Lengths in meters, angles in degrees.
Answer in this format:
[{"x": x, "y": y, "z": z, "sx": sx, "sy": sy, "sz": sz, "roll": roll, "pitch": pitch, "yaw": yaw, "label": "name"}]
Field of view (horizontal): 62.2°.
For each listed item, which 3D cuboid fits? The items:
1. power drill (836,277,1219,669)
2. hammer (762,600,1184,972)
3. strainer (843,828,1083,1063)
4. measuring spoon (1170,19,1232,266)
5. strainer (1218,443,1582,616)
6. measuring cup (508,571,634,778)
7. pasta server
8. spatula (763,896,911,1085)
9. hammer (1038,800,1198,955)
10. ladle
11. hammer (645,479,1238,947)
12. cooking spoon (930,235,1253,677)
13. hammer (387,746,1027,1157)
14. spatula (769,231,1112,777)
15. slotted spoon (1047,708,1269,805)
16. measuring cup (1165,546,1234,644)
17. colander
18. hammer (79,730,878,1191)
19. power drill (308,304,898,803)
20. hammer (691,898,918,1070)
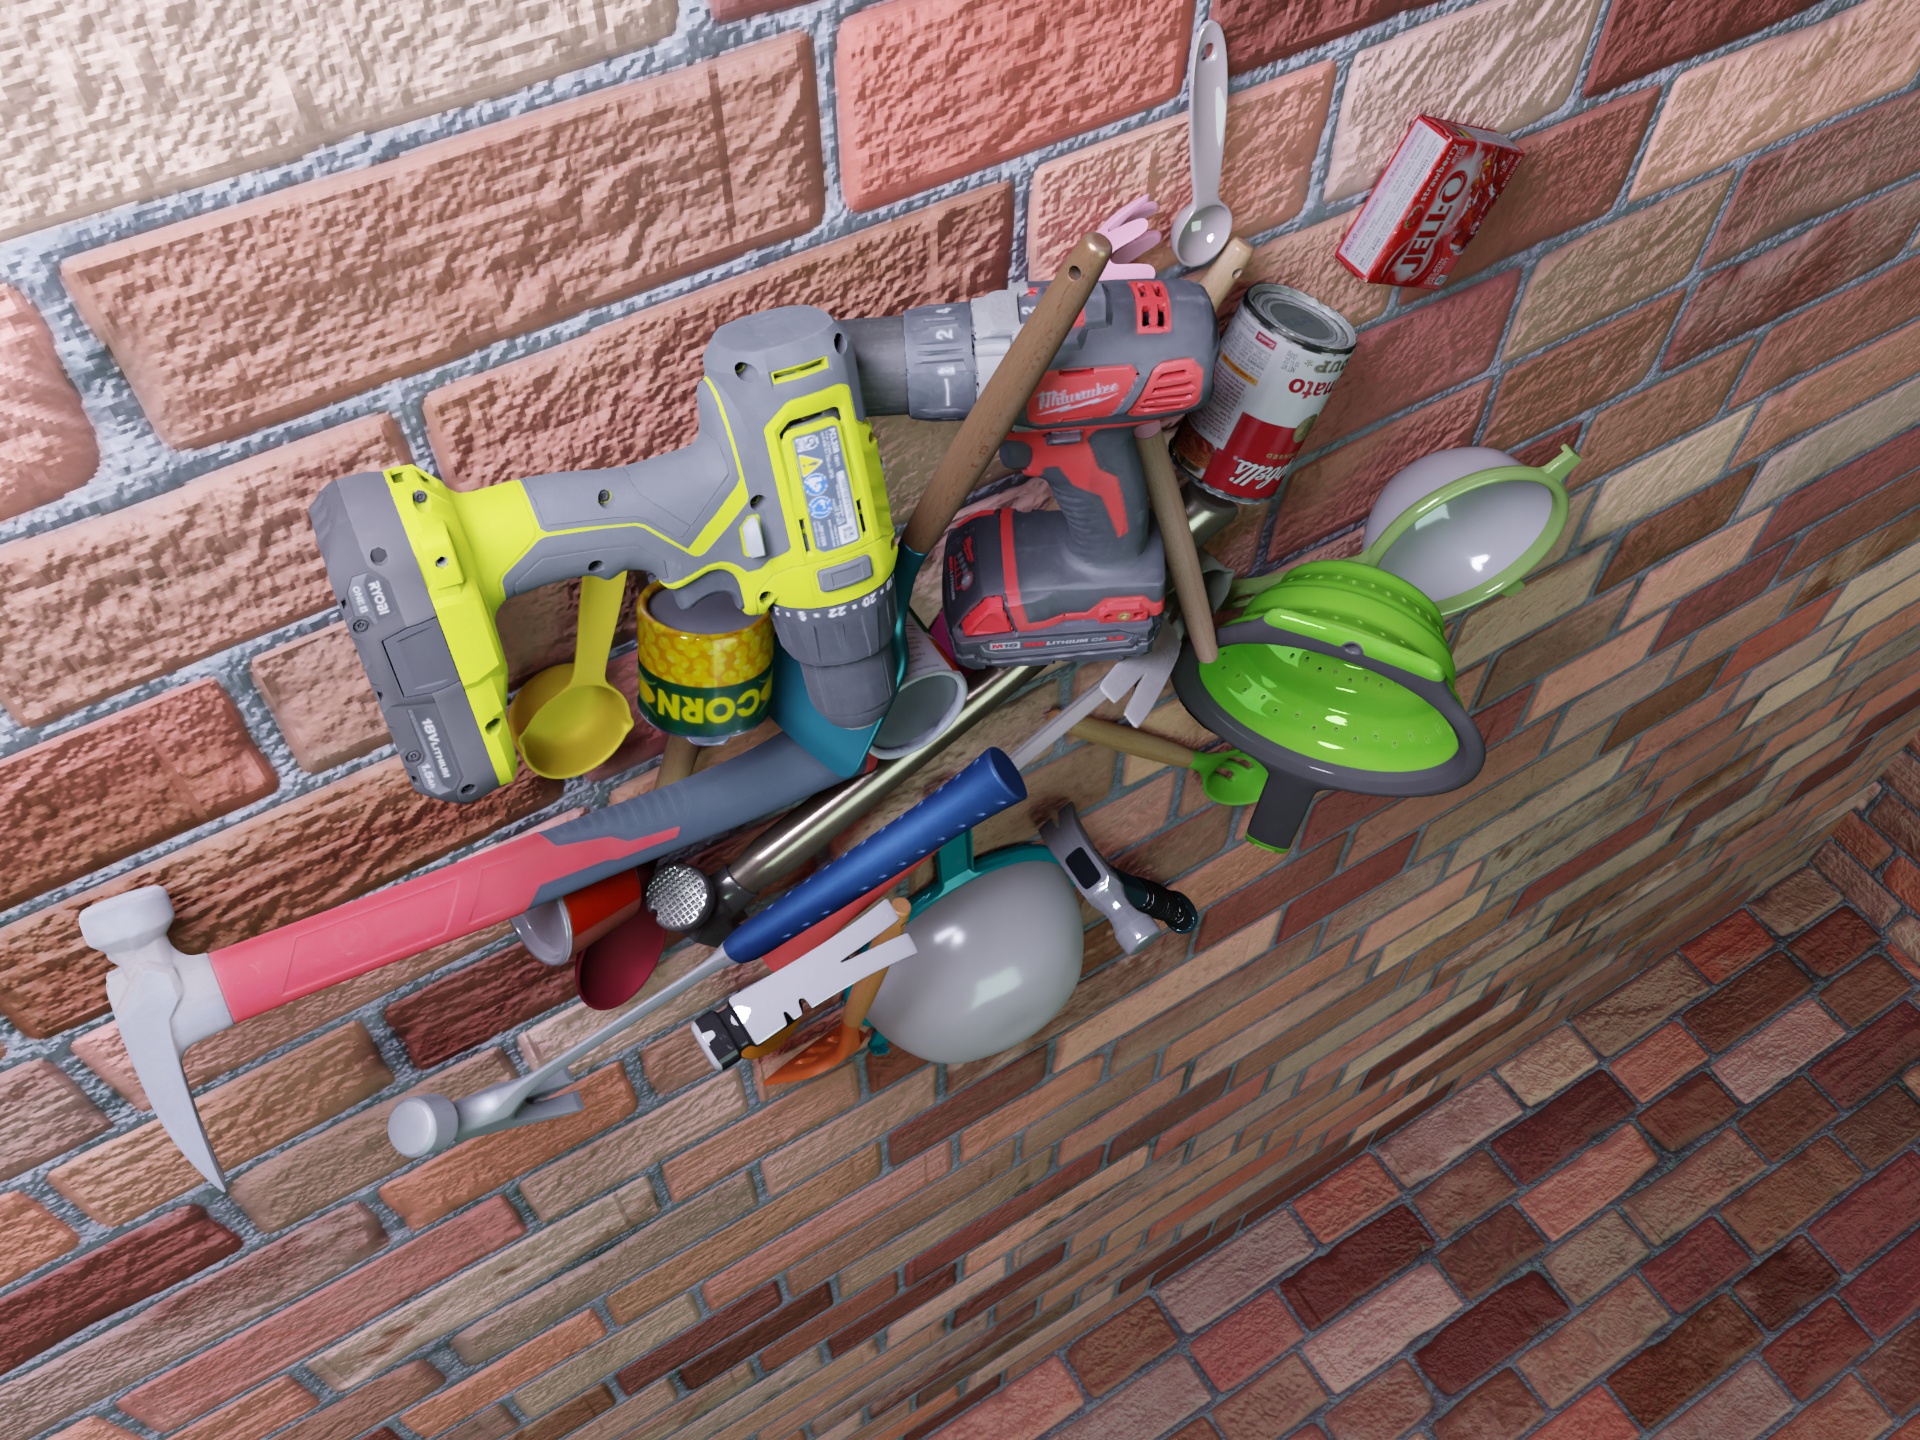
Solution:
[{"x": 0.023, "y": -0.119, "z": 0.775, "sx": 0.188, "sy": 0.080, "sz": 0.226, "roll": -4, "pitch": 148, "yaw": 0, "label": "power drill"}, {"x": -0.007, "y": 0.061, "z": 0.980, "sx": 0.359, "sy": 0.036, "sz": 0.149, "roll": -41, "pitch": -174, "yaw": 28, "label": "hammer"}, {"x": 0.019, "y": 0.164, "z": 1.174, "sx": 0.211, "sy": 0.095, "sz": 0.340, "roll": -28, "pitch": 150, "yaw": -15, "label": "strainer"}, {"x": 0.113, "y": -0.274, "z": 0.755, "sx": 0.034, "sy": 0.018, "sz": 0.124, "roll": -27, "pitch": 142, "yaw": -17, "label": "measuring spoon"}, {"x": 0.286, "y": -0.129, "z": 1.098, "sx": 0.256, "sy": 0.069, "sz": 0.151, "roll": -13, "pitch": 147, "yaw": -7, "label": "strainer"}, {"x": -0.181, "y": -0.043, "z": 0.760, "sx": 0.062, "sy": 0.029, "sz": 0.156, "roll": -9, "pitch": 128, "yaw": -40, "label": "measuring cup"}, {"x": 0.113, "y": -0.137, "z": 0.853, "sx": 0.040, "sy": 0.060, "sz": 0.315, "roll": -6, "pitch": 140, "yaw": 17, "label": "pasta server"}, {"x": -0.077, "y": 0.190, "z": 1.101, "sx": 0.081, "sy": 0.041, "sz": 0.322, "roll": -33, "pitch": 162, "yaw": -30, "label": "spatula"}, {"x": 0.141, "y": 0.139, "z": 1.267, "sx": 0.033, "sy": 0.128, "sz": 0.330, "roll": -40, "pitch": 159, "yaw": 7, "label": "hammer"}, {"x": -0.167, "y": 0.051, "z": 0.892, "sx": 0.069, "sy": 0.031, "sz": 0.315, "roll": -25, "pitch": 149, "yaw": -46, "label": "ladle"}, {"x": -0.002, "y": -0.003, "z": 0.958, "sx": 0.410, "sy": 0.038, "sz": 0.146, "roll": -39, "pitch": 164, "yaw": 0, "label": "hammer"}, {"x": 0.066, "y": -0.132, "z": 0.887, "sx": 0.068, "sy": 0.017, "sz": 0.318, "roll": -3, "pitch": 139, "yaw": -44, "label": "cooking spoon"}, {"x": -0.135, "y": 0.136, "z": 0.912, "sx": 0.405, "sy": 0.035, "sz": 0.144, "roll": -33, "pitch": 164, "yaw": 15, "label": "hammer"}, {"x": -0.014, "y": -0.091, "z": 0.716, "sx": 0.044, "sy": 0.082, "sz": 0.317, "roll": -41, "pitch": 171, "yaw": -42, "label": "spatula"}, {"x": 0.158, "y": 0.022, "z": 1.192, "sx": 0.070, "sy": 0.031, "sz": 0.313, "roll": -43, "pitch": 148, "yaw": 23, "label": "slotted spoon"}, {"x": 0.144, "y": -0.068, "z": 1.049, "sx": 0.083, "sy": 0.038, "sz": 0.167, "roll": -40, "pitch": 156, "yaw": 4, "label": "measuring cup"}, {"x": 0.249, "y": -0.006, "z": 1.102, "sx": 0.396, "sy": 0.204, "sz": 0.094, "roll": 84, "pitch": 28, "yaw": -67, "label": "colander"}, {"x": -0.211, "y": 0.090, "z": 0.800, "sx": 0.386, "sy": 0.143, "sz": 0.038, "roll": -21, "pitch": -169, "yaw": -25, "label": "hammer"}, {"x": -0.134, "y": -0.053, "z": 0.673, "sx": 0.228, "sy": 0.080, "sz": 0.190, "roll": -21, "pitch": 124, "yaw": -17, "label": "power drill"}, {"x": -0.109, "y": 0.181, "z": 1.002, "sx": 0.127, "sy": 0.034, "sz": 0.336, "roll": -30, "pitch": 172, "yaw": -16, "label": "hammer"}]
